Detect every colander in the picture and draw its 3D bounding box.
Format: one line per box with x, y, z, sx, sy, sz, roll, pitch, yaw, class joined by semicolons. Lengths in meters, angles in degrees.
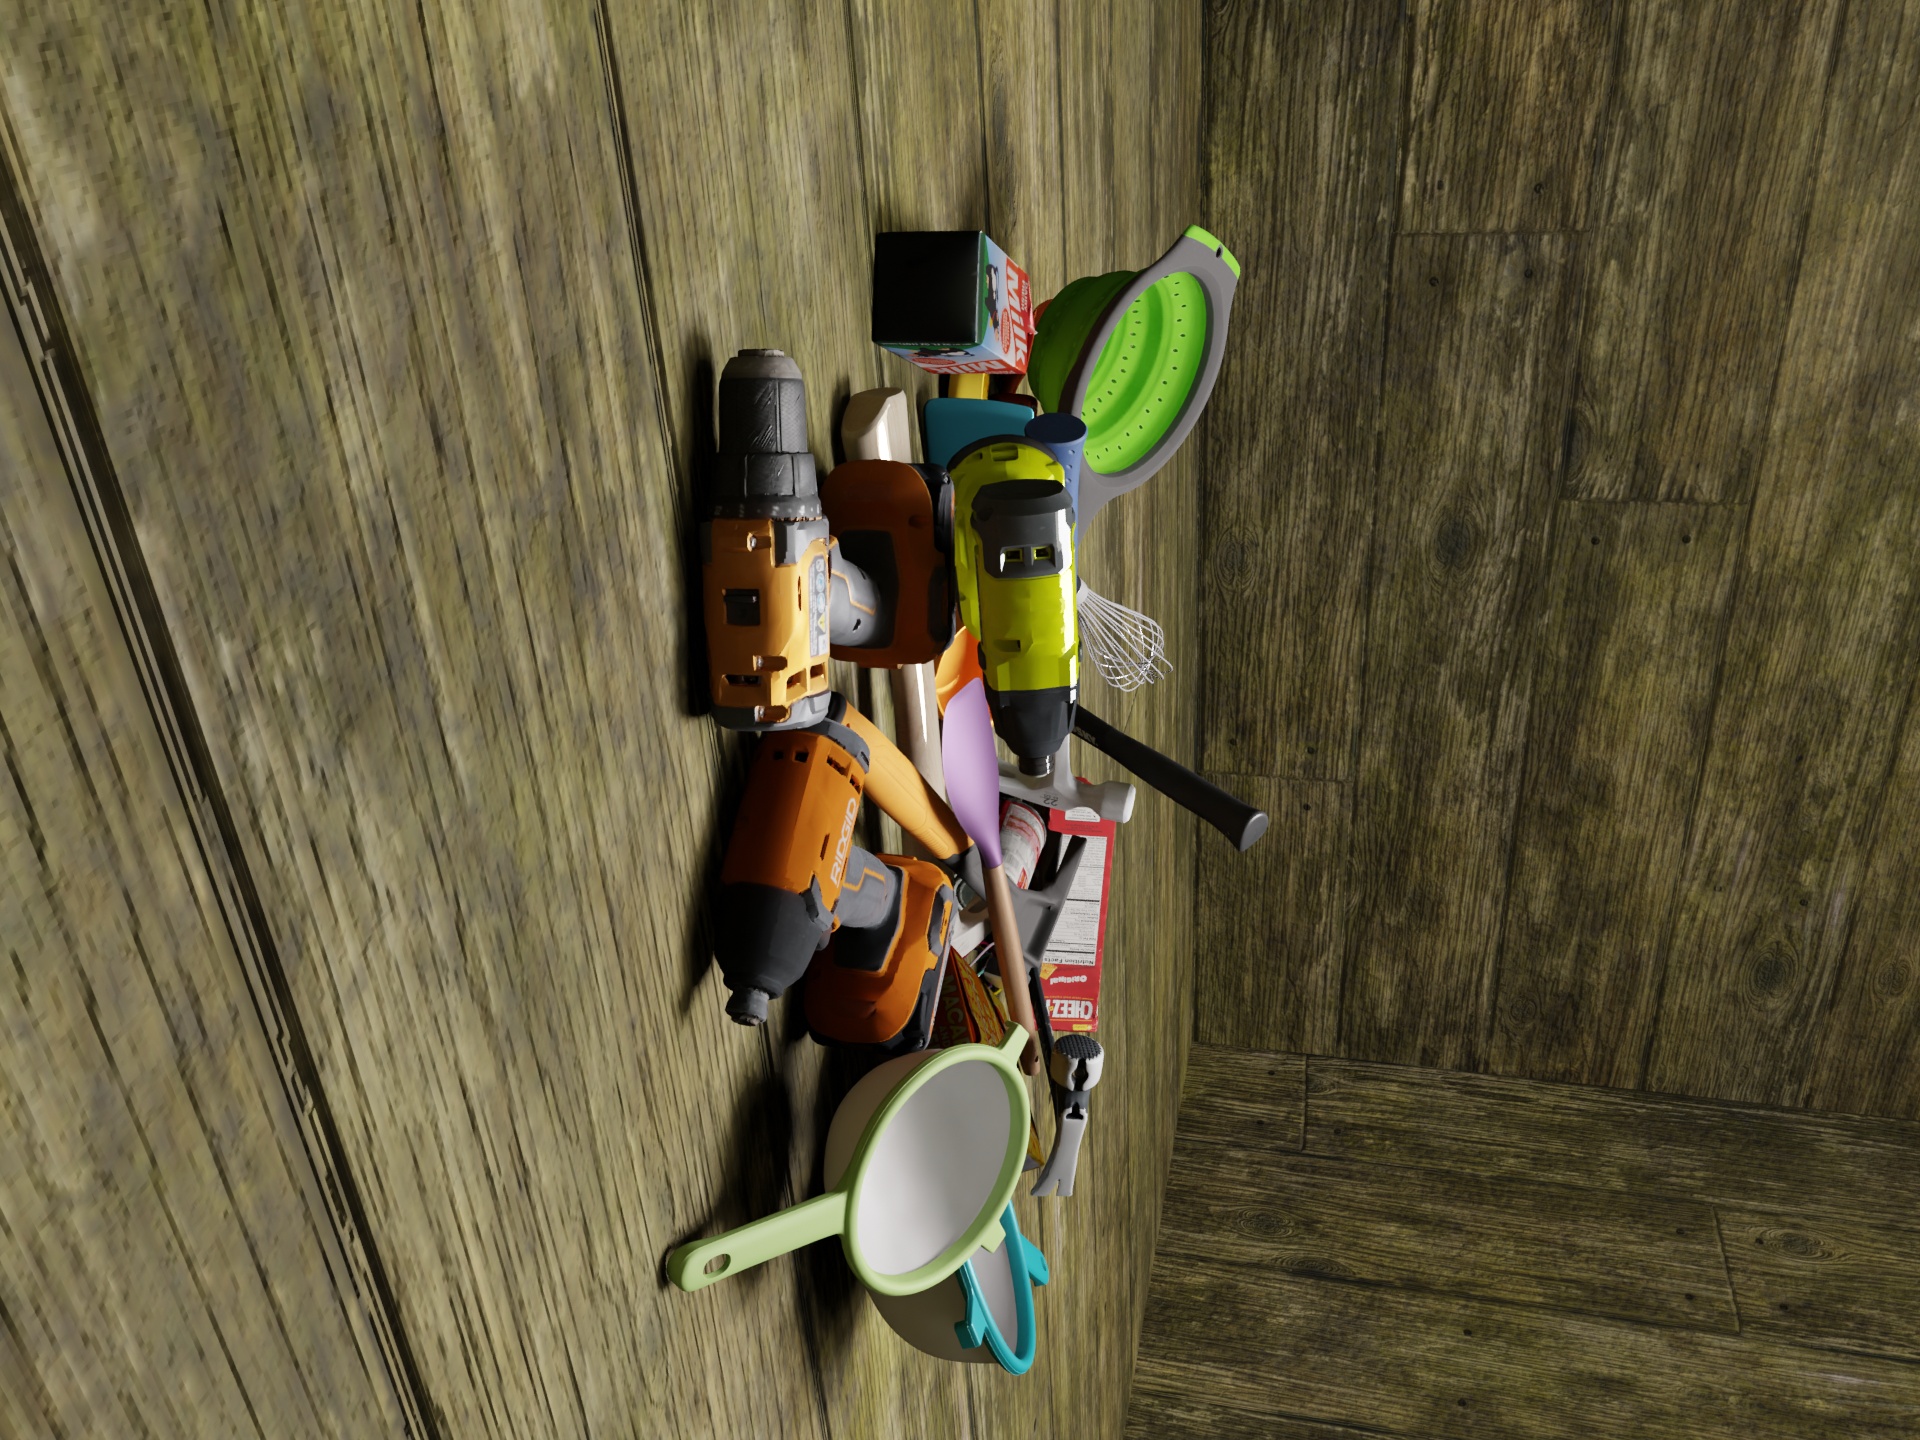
0.084;-0.220;1.299;0.204;0.095;0.397;10;110;-59;colander

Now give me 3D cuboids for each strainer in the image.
-0.009;0.375;1.139;0.340;0.095;0.211;63;10;-59;strainer
-0.069;0.257;0.896;0.256;0.069;0.151;-8;109;-44;strainer

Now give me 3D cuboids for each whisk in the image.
-0.011;0.220;1.245;0.245;0.051;0.047;-27;103;-69;whisk
0.103;-0.094;1.301;0.284;0.070;0.070;37;56;-55;whisk

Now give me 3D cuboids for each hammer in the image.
0.061;0.216;1.308;0.409;0.036;0.149;-101;-164;-65;hammer
0.067;-0.064;1.220;0.405;0.144;0.035;86;20;-49;hammer
0.140;0.022;1.365;0.035;0.335;0.146;-33;127;-18;hammer
-0.009;0.067;1.056;0.336;0.034;0.127;48;61;-51;hammer
-0.026;-0.019;1.069;0.146;0.038;0.410;-33;126;-46;hammer

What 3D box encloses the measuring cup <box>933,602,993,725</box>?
-0.002;-0.004;1.172;0.095;0.052;0.173;-18;122;-37;measuring cup

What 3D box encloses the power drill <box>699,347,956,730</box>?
-0.072;-0.101;0.858;0.226;0.084;0.185;-28;119;-69;power drill

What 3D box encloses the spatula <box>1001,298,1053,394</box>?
0.057;-0.213;1.429;0.081;0.041;0.322;-46;139;-66;spatula

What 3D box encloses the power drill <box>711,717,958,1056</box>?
-0.074;0.117;0.902;0.226;0.084;0.164;63;36;-58;power drill

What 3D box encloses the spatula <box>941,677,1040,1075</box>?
0.024;0.118;1.073;0.060;0.018;0.315;-43;132;-44;spatula

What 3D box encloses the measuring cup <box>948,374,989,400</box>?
0.006;-0.235;1.267;0.156;0.029;0.062;91;6;-70;measuring cup

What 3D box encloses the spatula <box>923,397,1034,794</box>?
-0.004;-0.082;1.199;0.044;0.082;0.317;-134;-132;-72;spatula

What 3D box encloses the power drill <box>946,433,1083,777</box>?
0.035;-0.080;0.979;0.223;0.080;0.171;-95;-179;-67;power drill
